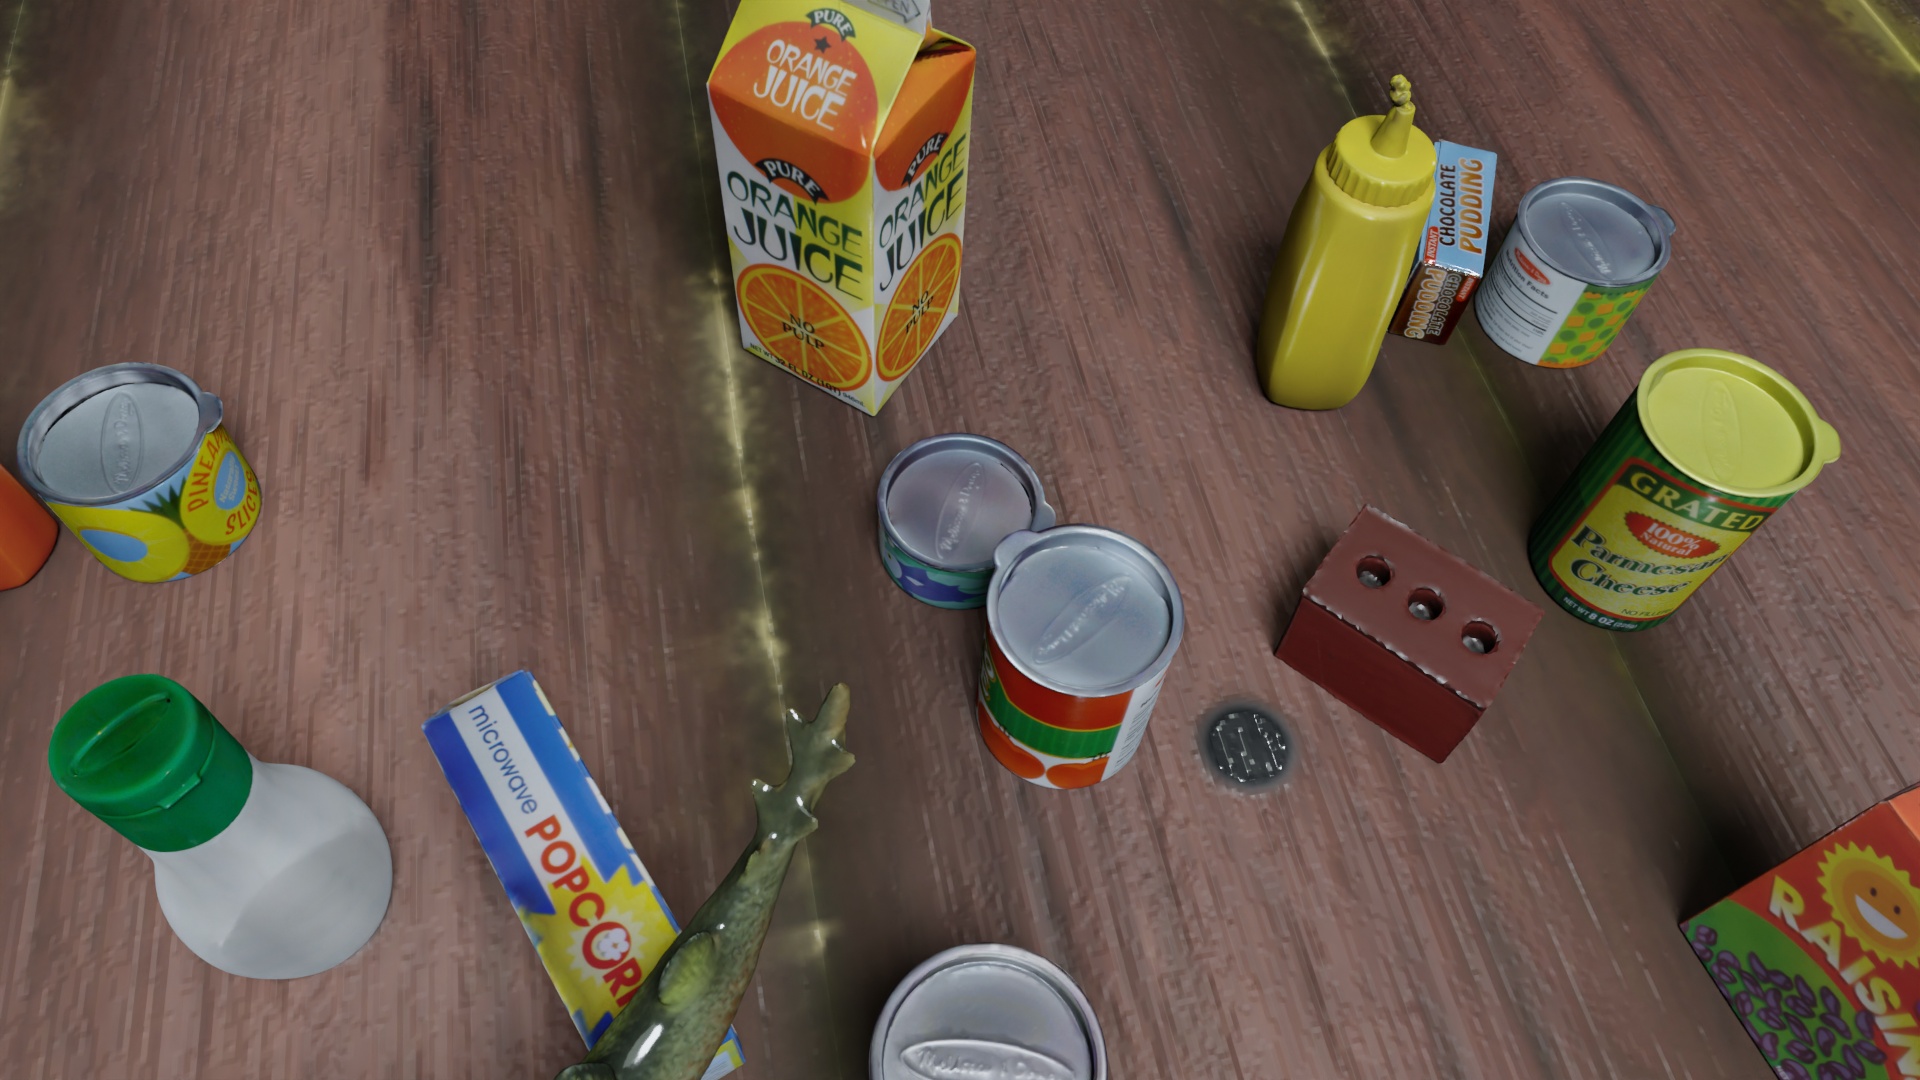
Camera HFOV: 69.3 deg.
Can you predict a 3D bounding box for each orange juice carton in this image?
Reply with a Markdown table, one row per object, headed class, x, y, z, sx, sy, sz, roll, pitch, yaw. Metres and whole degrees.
| class | x | y | z | sx | sy | sz | roll | pitch | yaw |
| --- | --- | --- | --- | --- | --- | --- | --- | --- | --- |
| orange juice carton | -0.045 | -0.144 | 0.547 | 0.072 | 0.191 | 0.073 | 28 | 61 | 14 |

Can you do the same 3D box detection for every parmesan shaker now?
| class | x | y | z | sx | sy | sz | roll | pitch | yaw |
| --- | --- | --- | --- | --- | --- | --- | --- | --- | --- |
| parmesan shaker | 0.274 | -0.015 | 0.536 | 0.071 | 0.102 | 0.071 | 1 | 58 | -2 |

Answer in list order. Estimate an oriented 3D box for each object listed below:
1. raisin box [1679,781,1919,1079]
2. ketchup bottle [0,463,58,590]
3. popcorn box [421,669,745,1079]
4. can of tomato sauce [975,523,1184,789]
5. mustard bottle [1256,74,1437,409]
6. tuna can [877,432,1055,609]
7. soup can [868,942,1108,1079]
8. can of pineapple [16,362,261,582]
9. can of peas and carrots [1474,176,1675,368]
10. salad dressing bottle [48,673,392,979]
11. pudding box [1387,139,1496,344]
| class | x | y | z | sx | sy | sz | roll | pitch | yaw |
| --- | --- | --- | --- | --- | --- | --- | --- | --- | --- |
| raisin box | 0.293 | 0.133 | 0.431 | 0.040 | 0.122 | 0.086 | -17 | 60 | -13 |
| ketchup bottle | -0.383 | -0.036 | 0.484 | 0.065 | 0.148 | 0.044 | 8 | 58 | 2 |
| popcorn box | -0.119 | 0.113 | 0.442 | 0.038 | 0.084 | 0.127 | -29 | 64 | -20 |
| can of tomato sauce | 0.038 | 0.043 | 0.497 | 0.071 | 0.082 | 0.071 | 1 | 58 | -2 |
| mustard bottle | 0.158 | -0.120 | 0.563 | 0.049 | 0.159 | 0.065 | 5 | 58 | 0 |
| tuna can | 0.002 | -0.007 | 0.557 | 0.071 | 0.032 | 0.071 | 2 | 57 | -2 |
| soup can | 0.005 | 0.167 | 0.416 | 0.071 | 0.083 | 0.071 | 1 | 58 | -2 |
| can of pineapple | -0.312 | -0.025 | 0.536 | 0.071 | 0.057 | 0.071 | 2 | 58 | -2 |
| can of peas and carrots | 0.278 | -0.121 | 0.630 | 0.071 | 0.058 | 0.071 | 2 | 58 | -2 |
| salad dressing bottle | -0.217 | 0.088 | 0.416 | 0.044 | 0.147 | 0.064 | 36 | 63 | 18 |
| pudding box | 0.223 | -0.139 | 0.644 | 0.030 | 0.049 | 0.084 | 15 | 58 | 6 |
